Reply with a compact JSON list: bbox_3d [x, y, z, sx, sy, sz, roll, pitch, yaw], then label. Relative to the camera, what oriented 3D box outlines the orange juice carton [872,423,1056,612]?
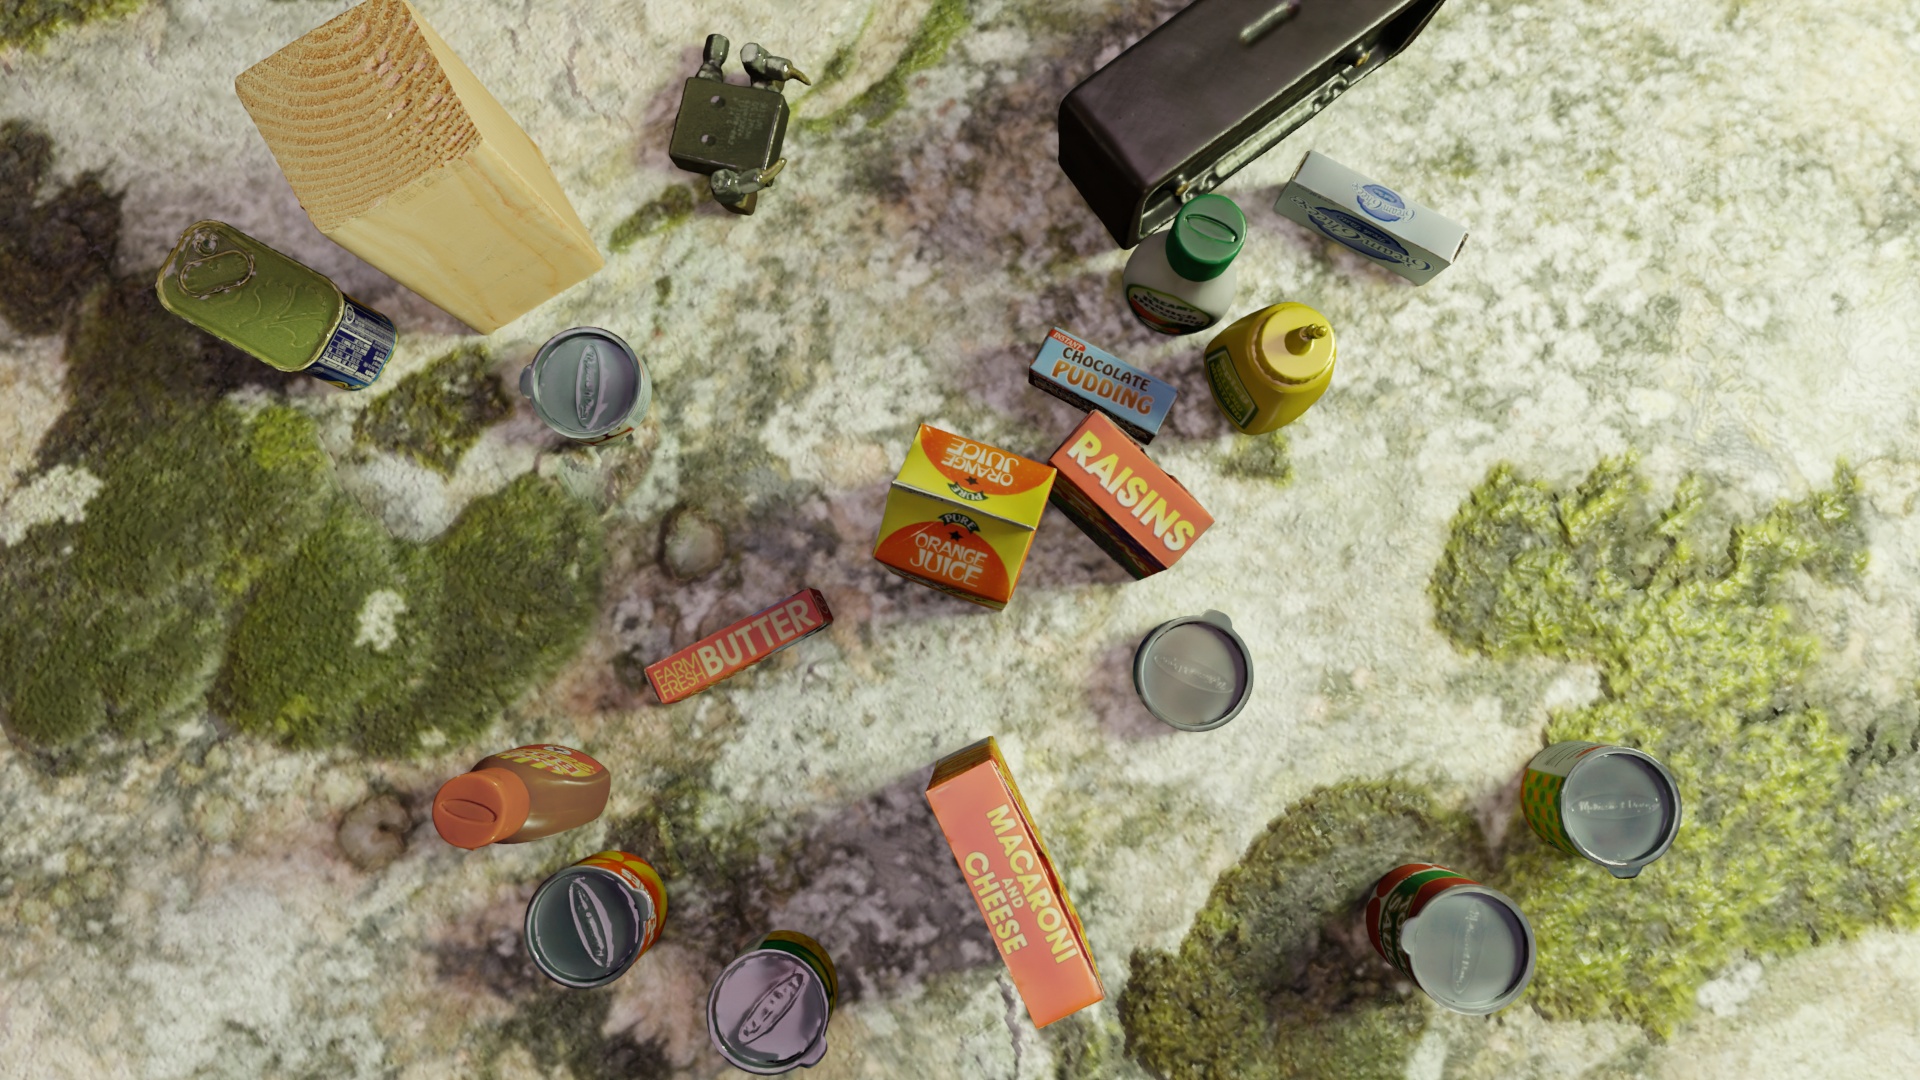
[{"bbox_3d":[0.003,-0.009,0.727,0.072,0.192,0.073,19,86,2],"label":"orange juice carton"}]

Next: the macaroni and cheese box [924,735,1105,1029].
[{"bbox_3d":[0.027,0.169,0.724,0.040,0.166,0.124,-26,86,-1],"label":"macaroni and cheese box"}]

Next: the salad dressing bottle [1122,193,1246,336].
[{"bbox_3d":[0.125,-0.150,0.761,0.064,0.147,0.044,24,86,2],"label":"salad dressing bottle"}]

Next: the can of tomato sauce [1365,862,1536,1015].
[{"bbox_3d":[0.264,0.215,0.760,0.071,0.083,0.071,0,85,1],"label":"can of tomato sauce"}]

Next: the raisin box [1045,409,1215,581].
[{"bbox_3d":[0.088,-0.022,0.762,0.086,0.123,0.040,44,87,4],"label":"raisin box"}]

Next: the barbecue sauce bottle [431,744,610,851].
[{"bbox_3d":[-0.235,0.136,0.739,0.065,0.148,0.043,14,86,2],"label":"barbecue sauce bottle"}]

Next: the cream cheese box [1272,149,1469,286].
[{"bbox_3d":[0.238,-0.187,0.811,0.104,0.053,0.024,28,86,3],"label":"cream cheese box"}]

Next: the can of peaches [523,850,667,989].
[{"bbox_3d":[-0.200,0.210,0.777,0.071,0.058,0.071,0,85,1],"label":"can of peaches"}]

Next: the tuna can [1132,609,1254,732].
[{"bbox_3d":[0.134,0.074,0.799,0.071,0.033,0.071,0,85,1],"label":"tuna can"}]

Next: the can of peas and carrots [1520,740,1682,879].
[{"bbox_3d":[0.357,0.149,0.777,0.071,0.058,0.071,0,85,1],"label":"can of peas and carrots"}]

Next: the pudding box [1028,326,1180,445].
[{"bbox_3d":[0.082,-0.089,0.806,0.084,0.049,0.030,28,86,3],"label":"pudding box"}]

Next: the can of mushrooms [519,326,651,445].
[{"bbox_3d":[-0.219,-0.090,0.816,0.071,0.033,0.071,0,85,1],"label":"can of mushrooms"}]

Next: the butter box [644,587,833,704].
[{"bbox_3d":[-0.125,0.060,0.792,0.103,0.053,0.024,-27,86,-2],"label":"butter box"}]

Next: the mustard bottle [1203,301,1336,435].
[{"bbox_3d":[0.170,-0.098,0.750,0.049,0.160,0.065,-27,86,-1],"label":"mustard bottle"}]

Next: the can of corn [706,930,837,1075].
[{"bbox_3d":[-0.101,0.257,0.772,0.071,0.058,0.071,0,85,1],"label":"can of corn"}]
